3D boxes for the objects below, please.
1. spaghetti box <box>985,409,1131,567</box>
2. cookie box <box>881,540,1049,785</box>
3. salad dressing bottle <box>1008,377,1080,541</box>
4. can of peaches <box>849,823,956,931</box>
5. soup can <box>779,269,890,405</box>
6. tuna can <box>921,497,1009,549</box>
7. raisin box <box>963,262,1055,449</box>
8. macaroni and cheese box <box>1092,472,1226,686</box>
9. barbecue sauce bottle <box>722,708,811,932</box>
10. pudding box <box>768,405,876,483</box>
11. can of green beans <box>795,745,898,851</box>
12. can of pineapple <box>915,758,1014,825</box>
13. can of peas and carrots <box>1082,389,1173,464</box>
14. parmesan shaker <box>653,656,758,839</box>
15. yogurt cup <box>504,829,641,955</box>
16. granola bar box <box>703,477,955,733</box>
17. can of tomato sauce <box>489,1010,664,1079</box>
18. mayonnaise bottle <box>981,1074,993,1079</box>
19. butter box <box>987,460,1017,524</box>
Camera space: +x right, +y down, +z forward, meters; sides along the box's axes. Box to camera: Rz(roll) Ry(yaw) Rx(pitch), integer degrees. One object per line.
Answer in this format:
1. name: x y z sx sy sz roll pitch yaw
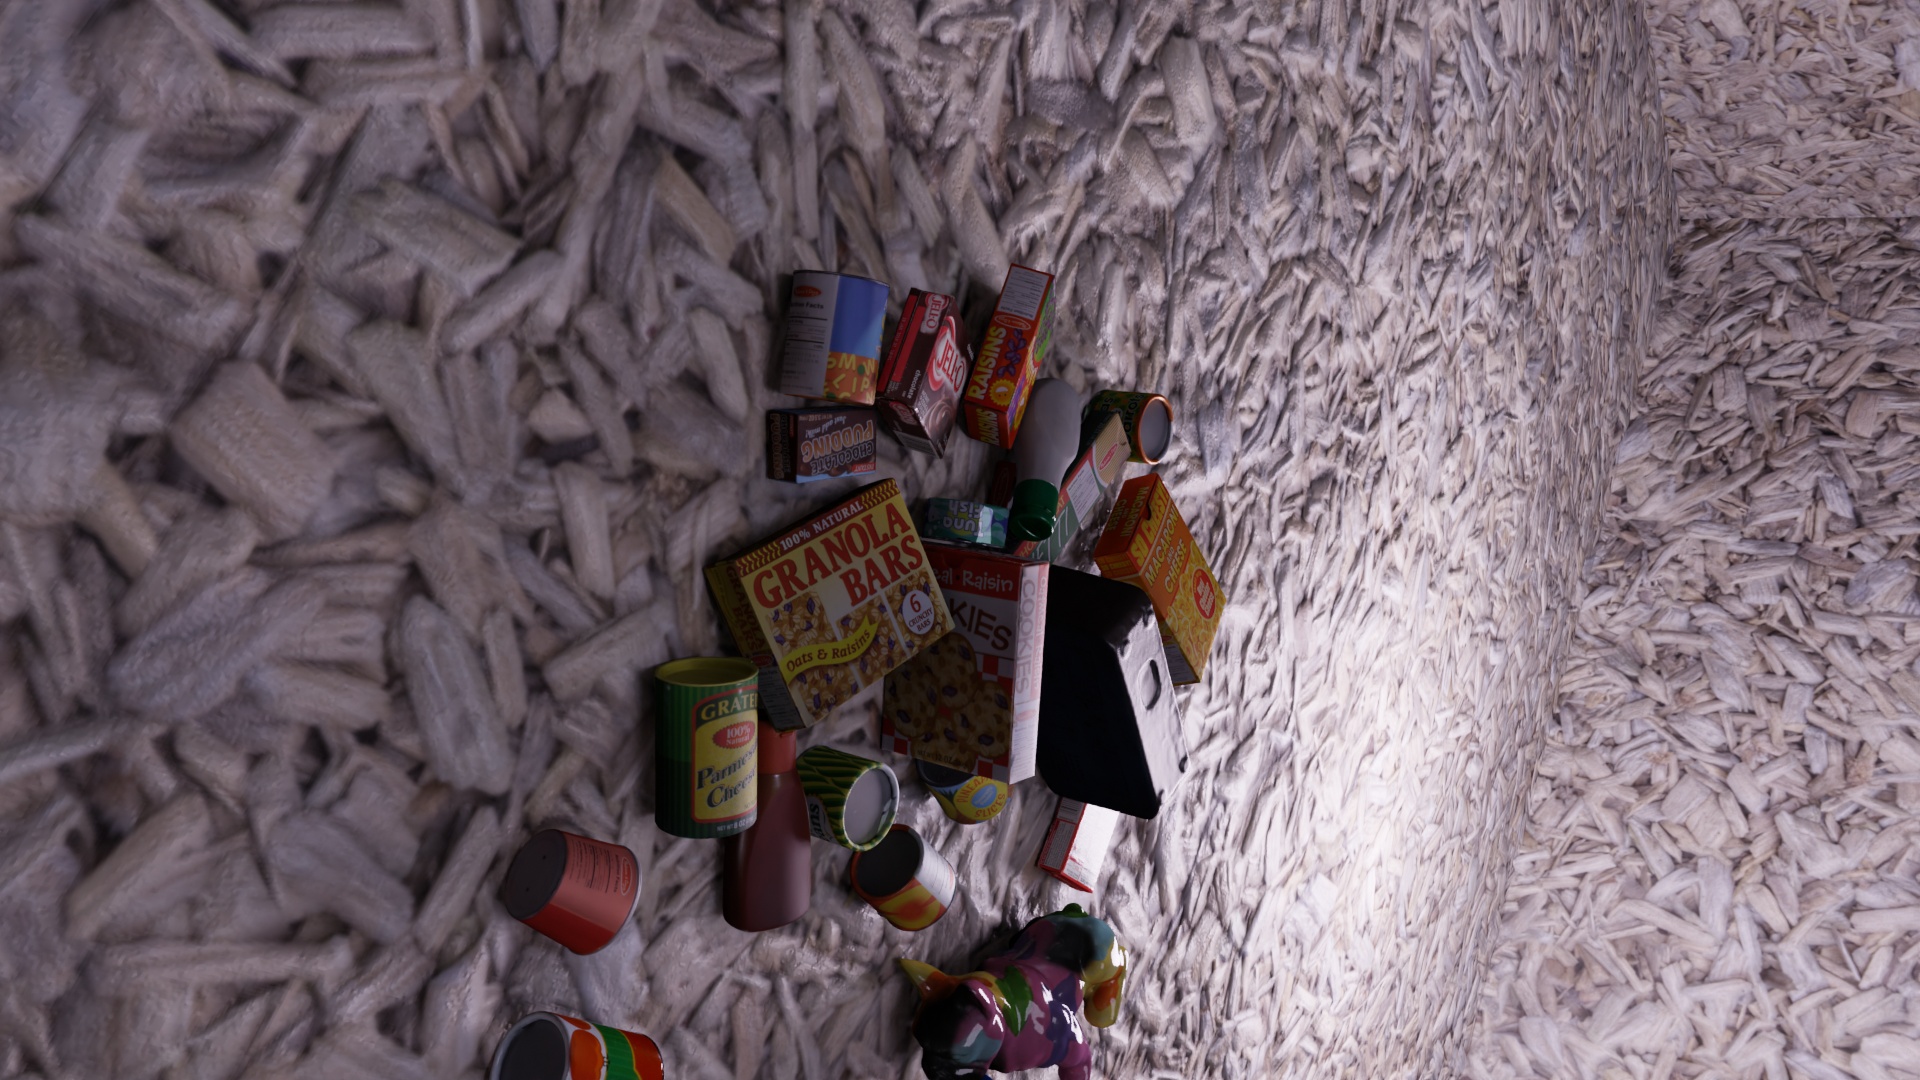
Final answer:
1. spaghetti box: 0.070 -0.014 1.169 0.251 0.028 0.050 -52 135 -31
2. cookie box: 0.002 0.089 1.063 0.040 0.123 0.167 -6 102 -53
3. salad dressing bottle: 0.067 -0.067 1.146 0.064 0.044 0.148 39 45 -32
4. can of peaches: -0.047 0.264 1.084 0.071 0.071 0.058 -61 139 -25
5. soup can: -0.084 -0.137 0.950 0.071 0.071 0.083 4 95 -53
6. tuna can: 0.004 -0.014 1.091 0.071 0.071 0.033 9 88 -53
7. raisin box: 0.040 -0.145 1.109 0.086 0.040 0.123 79 29 -74
8. macaroni and cheese box: 0.194 0.037 1.329 0.166 0.040 0.124 58 38 -26
9. barbecue sauce bottle: -0.134 0.193 0.971 0.065 0.043 0.148 -7 102 -47
10. pudding box: -0.097 -0.068 0.978 0.084 0.030 0.049 -10 106 -52
11. can of green beans: -0.087 0.189 1.020 0.071 0.058 0.071 -15 109 -51
12. can of pineapple: 0.005 0.191 1.134 0.071 0.071 0.057 -56 137 -29
13. can of peas and carrots: 0.155 -0.106 1.281 0.071 0.059 0.070 -14 108 -51
14. parmesan shaker: -0.162 0.133 0.901 0.071 0.071 0.103 -12 106 -52
15. yogurt cup: -0.233 0.207 0.827 0.054 0.072 0.072 39 66 -41
16. granola bar box: -0.088 0.042 0.977 0.166 0.039 0.124 -31 102 -46
17. can of tomato sauce: -0.232 0.329 0.846 0.083 0.071 0.071 41 65 -48
18. mayonnaise bottle: -0.022 0.512 1.186 0.149 0.041 0.064 -26 115 -47
19. butter box: 0.062 -0.030 1.202 0.103 0.024 0.053 22 80 -52
